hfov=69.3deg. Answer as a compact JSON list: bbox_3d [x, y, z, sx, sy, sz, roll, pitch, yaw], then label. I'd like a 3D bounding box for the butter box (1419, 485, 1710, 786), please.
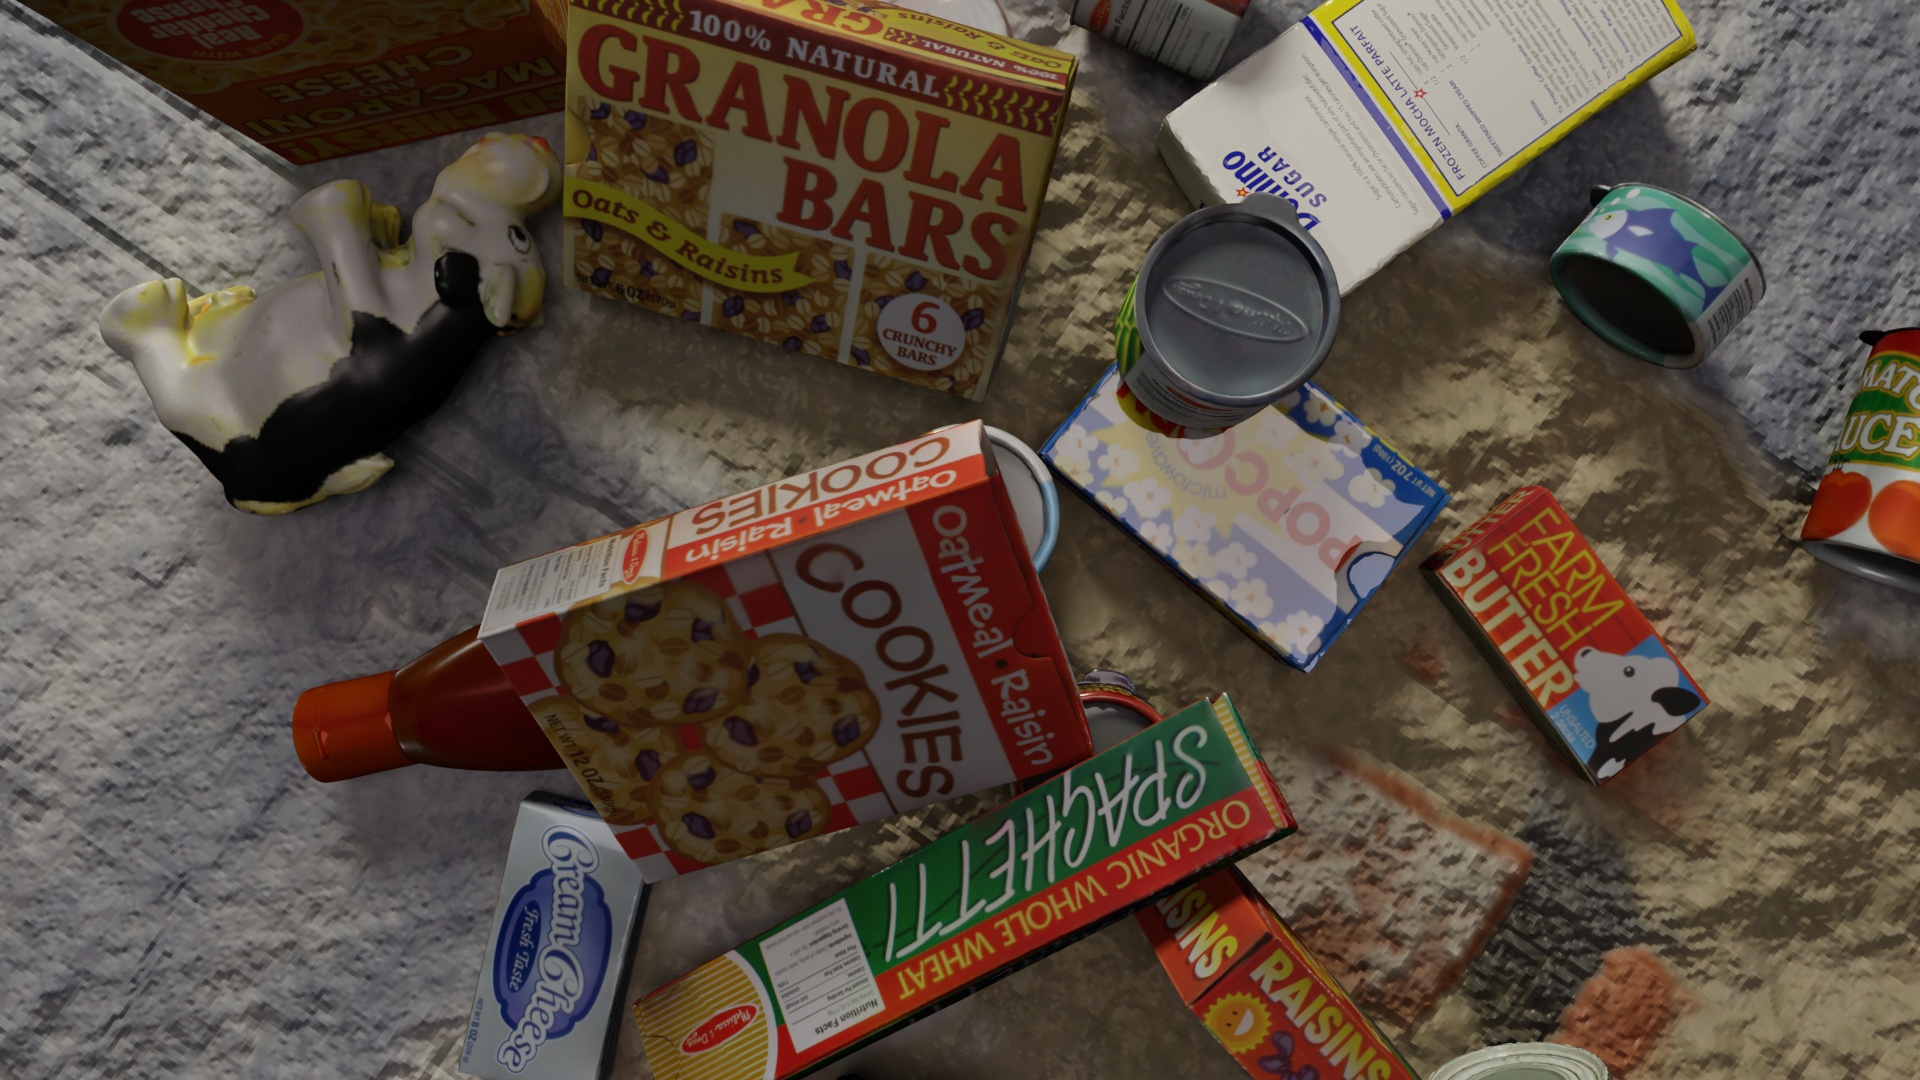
[{"bbox_3d":[0.226,0.035,0.522,0.053,0.024,0.103,-37,89,0],"label":"butter box"}]

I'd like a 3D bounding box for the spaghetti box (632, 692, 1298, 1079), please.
[{"bbox_3d":[-0.004,0.132,0.480,0.249,0.028,0.050,-31,67,15],"label":"spaghetti box"}]

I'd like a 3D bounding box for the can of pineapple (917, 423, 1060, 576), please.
[{"bbox_3d":[0.002,-0.006,0.508,0.071,0.058,0.071,0,89,1],"label":"can of pineapple"}]

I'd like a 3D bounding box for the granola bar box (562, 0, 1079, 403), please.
[{"bbox_3d":[-0.054,-0.127,0.487,0.166,0.039,0.123,16,130,1],"label":"granola bar box"}]

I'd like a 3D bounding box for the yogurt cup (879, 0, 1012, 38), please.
[{"bbox_3d":[-0.009,-0.175,0.515,0.072,0.054,0.072,0,89,0],"label":"yogurt cup"}]

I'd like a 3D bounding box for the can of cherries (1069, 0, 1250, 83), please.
[{"bbox_3d":[0.081,-0.212,0.509,0.058,0.071,0.071,24,89,1],"label":"can of cherries"}]

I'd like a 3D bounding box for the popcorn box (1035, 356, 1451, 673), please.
[{"bbox_3d":[0.103,-0.024,0.518,0.127,0.038,0.085,40,88,2],"label":"popcorn box"}]

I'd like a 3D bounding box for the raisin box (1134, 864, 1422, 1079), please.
[{"bbox_3d":[0.115,0.165,0.475,0.040,0.086,0.123,-42,104,2],"label":"raisin box"}]

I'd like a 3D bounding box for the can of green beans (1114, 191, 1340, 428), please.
[{"bbox_3d":[0.088,-0.074,0.470,0.071,0.058,0.071,0,87,-1],"label":"can of green beans"}]

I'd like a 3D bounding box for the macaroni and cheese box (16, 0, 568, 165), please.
[{"bbox_3d":[-0.205,-0.179,0.460,0.124,0.166,0.040,-12,89,0],"label":"macaroni and cheese box"}]

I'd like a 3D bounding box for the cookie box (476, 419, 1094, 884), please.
[{"bbox_3d":[-0.052,0.042,0.461,0.167,0.040,0.122,-17,124,6],"label":"cookie box"}]

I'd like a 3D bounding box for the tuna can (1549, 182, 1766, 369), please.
[{"bbox_3d":[0.250,-0.097,0.505,0.071,0.071,0.033,42,90,1],"label":"tuna can"}]

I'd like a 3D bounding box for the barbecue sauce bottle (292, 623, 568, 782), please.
[{"bbox_3d":[-0.168,0.057,0.516,0.148,0.044,0.064,-12,97,1],"label":"barbecue sauce bottle"}]

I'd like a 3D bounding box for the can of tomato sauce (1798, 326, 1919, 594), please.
[{"bbox_3d":[0.351,-0.027,0.502,0.071,0.071,0.083,21,90,1],"label":"can of tomato sauce"}]

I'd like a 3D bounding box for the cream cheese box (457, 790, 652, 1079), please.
[{"bbox_3d":[-0.149,0.151,0.523,0.053,0.024,0.103,12,89,-1],"label":"cream cheese box"}]

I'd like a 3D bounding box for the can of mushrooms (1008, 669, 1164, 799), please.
[{"bbox_3d":[0.051,0.084,0.518,0.071,0.033,0.071,0,89,1],"label":"can of mushrooms"}]
